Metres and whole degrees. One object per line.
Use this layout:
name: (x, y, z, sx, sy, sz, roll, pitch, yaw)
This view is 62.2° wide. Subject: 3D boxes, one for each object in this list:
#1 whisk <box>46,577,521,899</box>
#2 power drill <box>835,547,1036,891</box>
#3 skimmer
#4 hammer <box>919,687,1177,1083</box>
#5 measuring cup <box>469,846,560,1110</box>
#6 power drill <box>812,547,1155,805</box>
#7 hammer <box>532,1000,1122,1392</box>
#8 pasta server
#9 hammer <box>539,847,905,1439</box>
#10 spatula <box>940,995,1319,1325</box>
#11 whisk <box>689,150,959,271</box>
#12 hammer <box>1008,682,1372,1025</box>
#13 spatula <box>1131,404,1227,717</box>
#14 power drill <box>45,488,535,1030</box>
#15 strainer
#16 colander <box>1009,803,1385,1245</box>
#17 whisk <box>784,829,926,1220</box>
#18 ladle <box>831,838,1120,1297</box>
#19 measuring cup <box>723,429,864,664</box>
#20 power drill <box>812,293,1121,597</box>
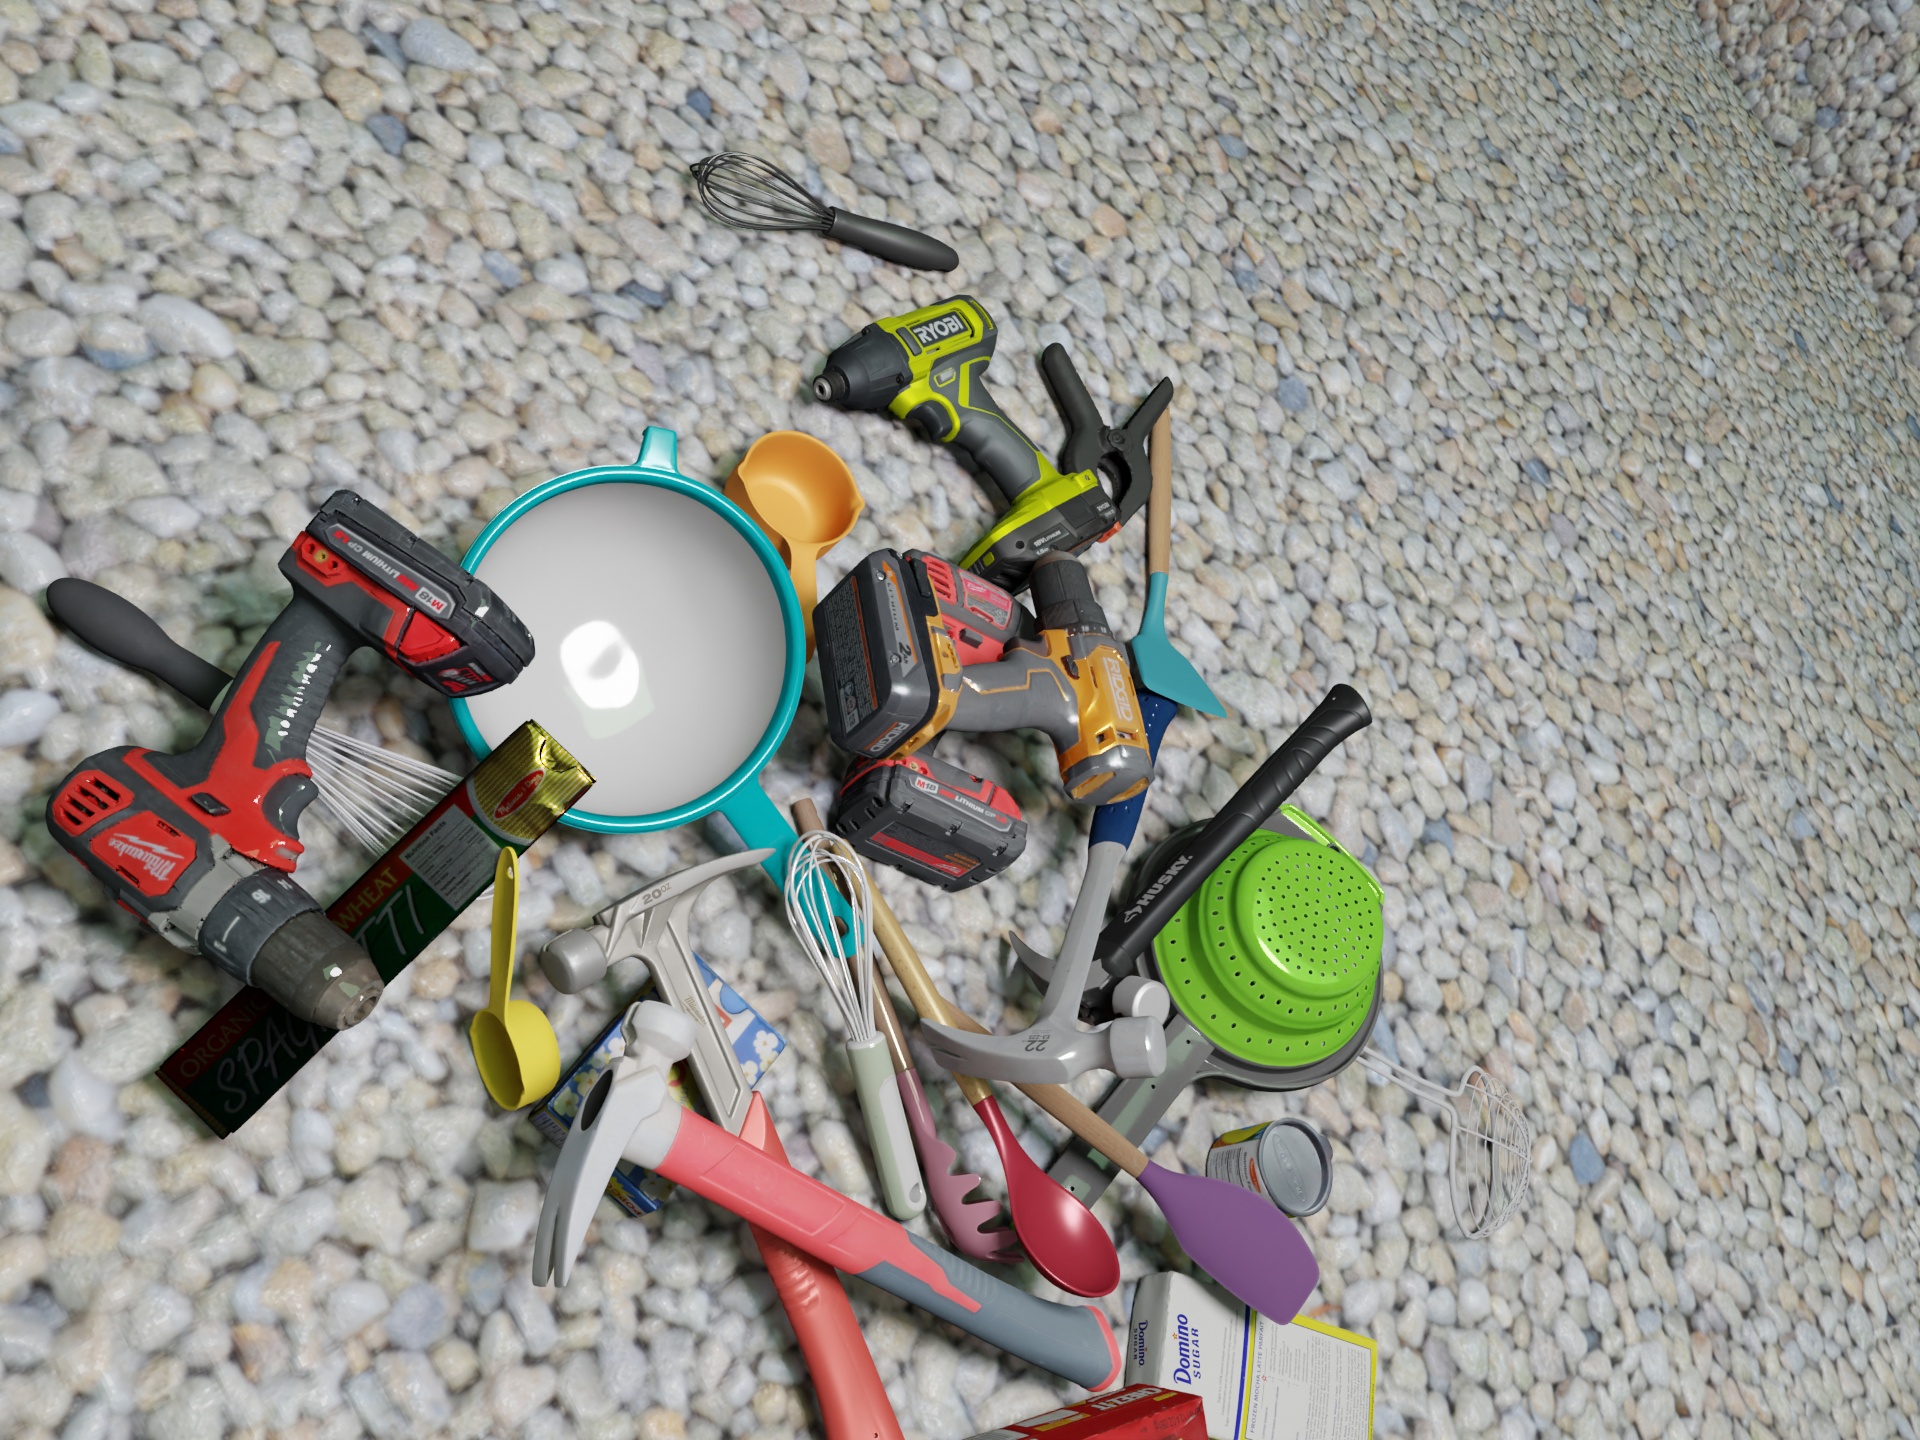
whisk: (-0.363, 0.010, 0.857, 0.284, 0.070, 0.070, 35, 54, -10)
power drill: (-0.002, -0.003, 1.093, 0.143, 0.078, 0.220, 25, 54, -23)
skimmer: (0.280, 0.259, 1.187, 0.363, 0.090, 0.127, 31, 52, -6)
hammer: (0.089, 0.093, 1.051, 0.406, 0.144, 0.035, -64, 141, -56)
measuring cup: (-0.231, 0.134, 0.840, 0.029, 0.062, 0.156, -12, 121, -42)
power drill: (0.019, -0.046, 1.034, 0.226, 0.084, 0.186, 11, 55, -35)
hammer: (-0.051, 0.303, 0.866, 0.386, 0.038, 0.143, 38, 54, -29)
pasta server: (-0.038, 0.192, 0.999, 0.040, 0.060, 0.316, -20, 76, -9)
hammer: (-0.101, 0.255, 0.889, 0.149, 0.037, 0.359, -25, 94, -42)
spatula: (0.095, 0.264, 1.002, 0.316, 0.018, 0.060, 38, 77, 0)
whisk: (-0.098, -0.386, 1.223, 0.238, 0.055, 0.055, 8, 65, -35)
hammer: (0.173, 0.081, 1.087, 0.335, 0.146, 0.035, -42, 116, -27)
spatula: (0.170, -0.142, 1.290, 0.082, 0.044, 0.318, 19, 58, -27)
power drill: (-0.311, 0.022, 0.785, 0.188, 0.080, 0.227, 34, 78, 11)
strainer: (-0.172, 0.008, 0.965, 0.211, 0.095, 0.340, -41, 111, -19)
colander: (0.174, 0.197, 1.067, 0.204, 0.094, 0.397, 43, 60, 4)
whisk: (-0.058, 0.183, 0.949, 0.058, 0.059, 0.246, -24, 103, -54)
ladle: (0.000, 0.208, 0.969, 0.069, 0.031, 0.315, -9, 64, -56)
measuring cup: (-0.118, -0.110, 1.078, 0.095, 0.052, 0.174, 10, 65, -30)
power drill: (0.002, -0.204, 1.189, 0.171, 0.080, 0.223, -32, 85, -40)
